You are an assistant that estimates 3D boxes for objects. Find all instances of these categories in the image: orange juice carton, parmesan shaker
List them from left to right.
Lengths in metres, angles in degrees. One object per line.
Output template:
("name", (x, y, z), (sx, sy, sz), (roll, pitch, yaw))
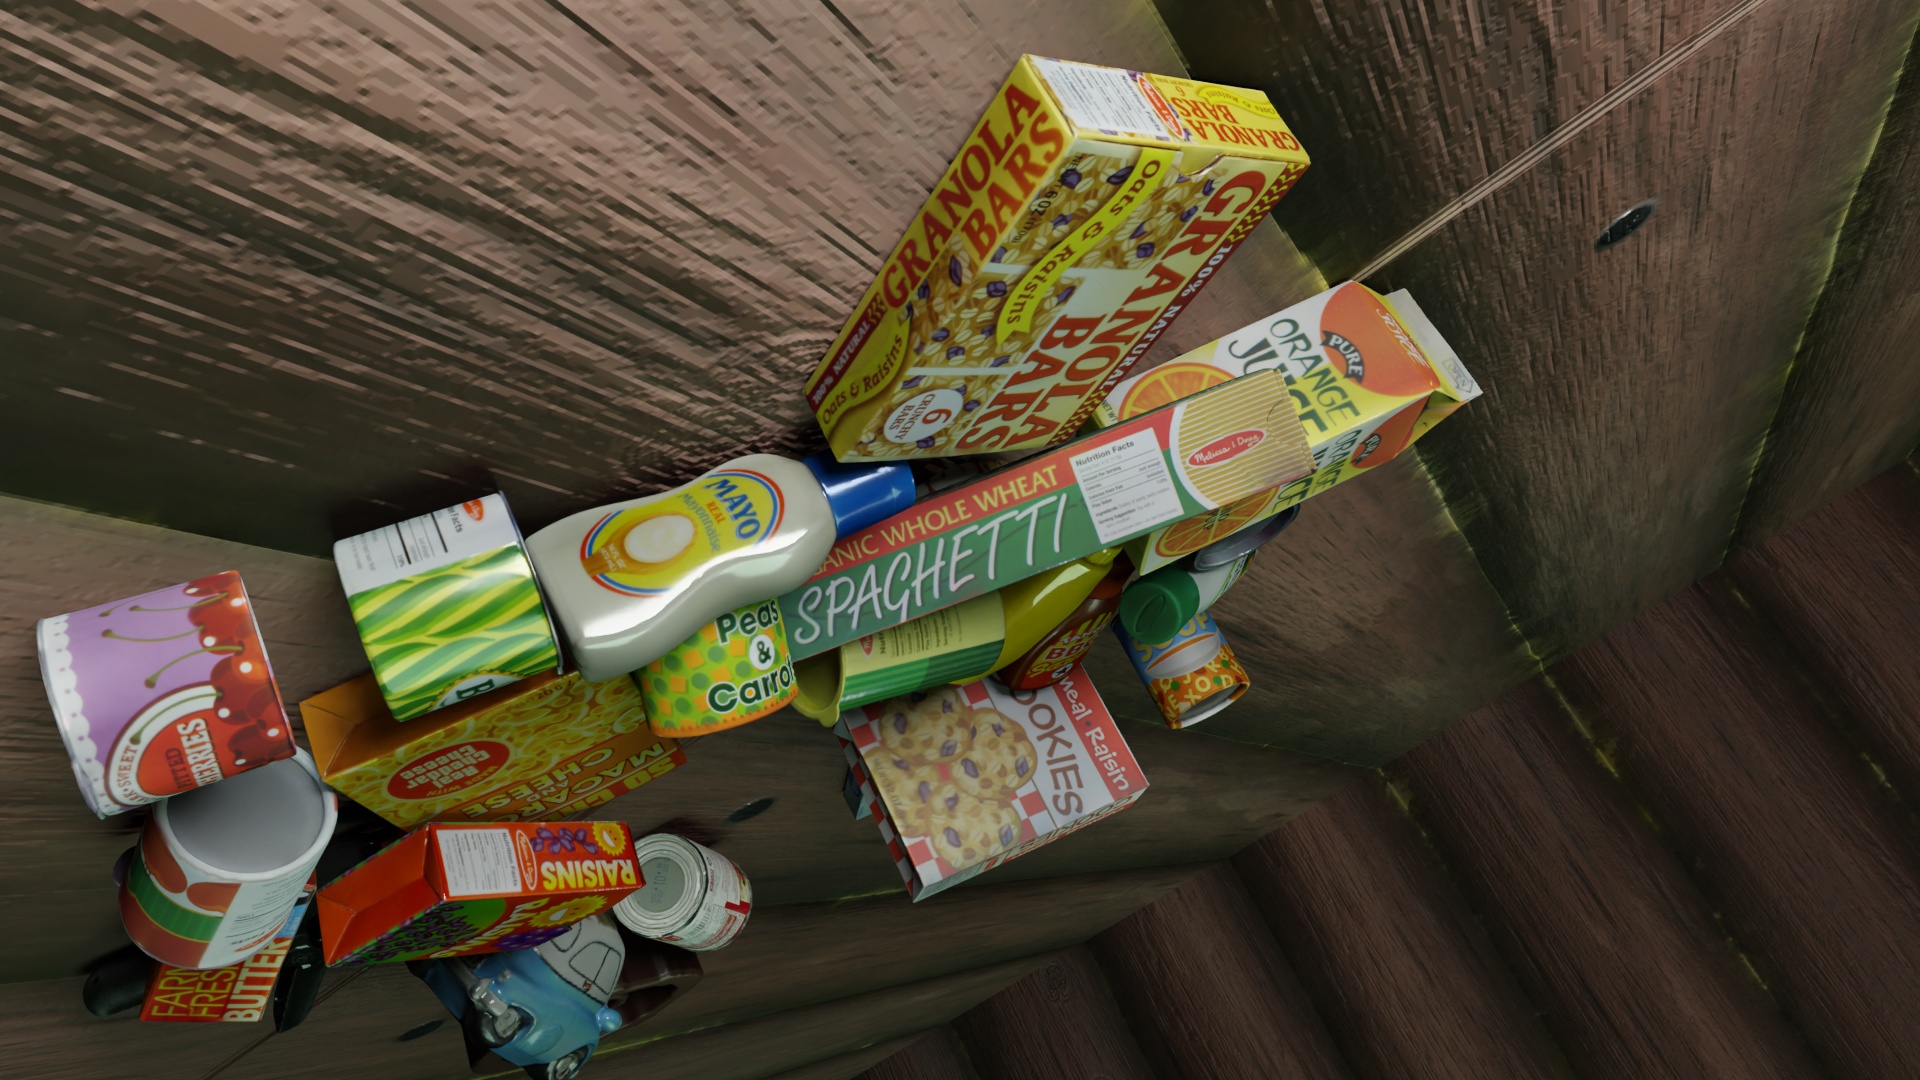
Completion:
("parmesan shaker", (-0.035, 0.049, 0.702), (0.103, 0.071, 0.071), (-10, 151, -39))
("orange juice carton", (0.159, -0.063, 0.689), (0.193, 0.072, 0.072), (-24, 158, -10))

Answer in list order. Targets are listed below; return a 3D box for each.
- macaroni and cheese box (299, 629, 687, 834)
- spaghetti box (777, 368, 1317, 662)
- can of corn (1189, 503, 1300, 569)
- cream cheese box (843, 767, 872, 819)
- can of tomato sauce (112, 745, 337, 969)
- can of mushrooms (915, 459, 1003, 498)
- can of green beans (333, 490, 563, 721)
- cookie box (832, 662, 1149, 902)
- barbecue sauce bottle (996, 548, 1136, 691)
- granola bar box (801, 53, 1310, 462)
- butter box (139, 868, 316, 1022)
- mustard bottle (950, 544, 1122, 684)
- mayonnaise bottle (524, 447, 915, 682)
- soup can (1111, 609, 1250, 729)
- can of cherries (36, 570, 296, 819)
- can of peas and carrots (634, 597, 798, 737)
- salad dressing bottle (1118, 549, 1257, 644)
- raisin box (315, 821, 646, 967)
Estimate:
("macaroni and cheese box", (-0.202, 0.090, 0.634), (0.124, 0.040, 0.165), (-24, 157, -10))
("spaghetti box", (0.029, -0.011, 0.617), (0.250, 0.050, 0.029), (-20, -176, 6))
("can of corn", (0.144, -0.027, 0.766), (0.071, 0.058, 0.071), (-24, 157, -11))
("cream cheese box", (-0.052, 0.165, 0.994), (0.053, 0.024, 0.103), (-22, 157, -20))
("can of tomato sauce", (-0.299, 0.125, 0.564), (0.071, 0.071, 0.082), (-6, 148, -43))
("can of mushrooms", (0.002, -0.008, 0.672), (0.071, 0.033, 0.070), (-24, 157, -11))
("can of green beans", (-0.177, 0.023, 0.482), (0.058, 0.071, 0.071), (-20, 156, -20))
("cookie box", (0.020, 0.141, 0.897), (0.168, 0.123, 0.040), (-18, 156, -24))
("barbecue sauce bottle", (0.067, 0.038, 0.835), (0.065, 0.044, 0.147), (-20, 156, -29))
("granola bar box", (0.033, -0.095, 0.513), (0.124, 0.039, 0.164), (-9, 151, -41))
("butter box", (-0.341, 0.185, 0.646), (0.053, 0.024, 0.103), (14, 122, -33))
("mustard bottle", (0.042, 0.019, 0.758), (0.159, 0.049, 0.065), (-42, 155, 28))
("mayonnaise bottle", (-0.090, -0.002, 0.545), (0.148, 0.065, 0.041), (-25, 150, -20))
("soup can", (0.155, 0.080, 0.977), (0.071, 0.084, 0.071), (-24, 157, -11))
("can of cherries", (-0.252, 0.050, 0.446), (0.058, 0.071, 0.071), (-17, 155, -26))
("can of peas and carrots", (-0.105, 0.045, 0.589), (0.071, 0.058, 0.071), (-11, -170, 2))
("salad dressing bottle", (0.134, 0.022, 0.818), (0.064, 0.044, 0.148), (-58, 166, 27))
("raisin box", (-0.228, 0.169, 0.669), (0.086, 0.040, 0.123), (-32, 156, 22))
